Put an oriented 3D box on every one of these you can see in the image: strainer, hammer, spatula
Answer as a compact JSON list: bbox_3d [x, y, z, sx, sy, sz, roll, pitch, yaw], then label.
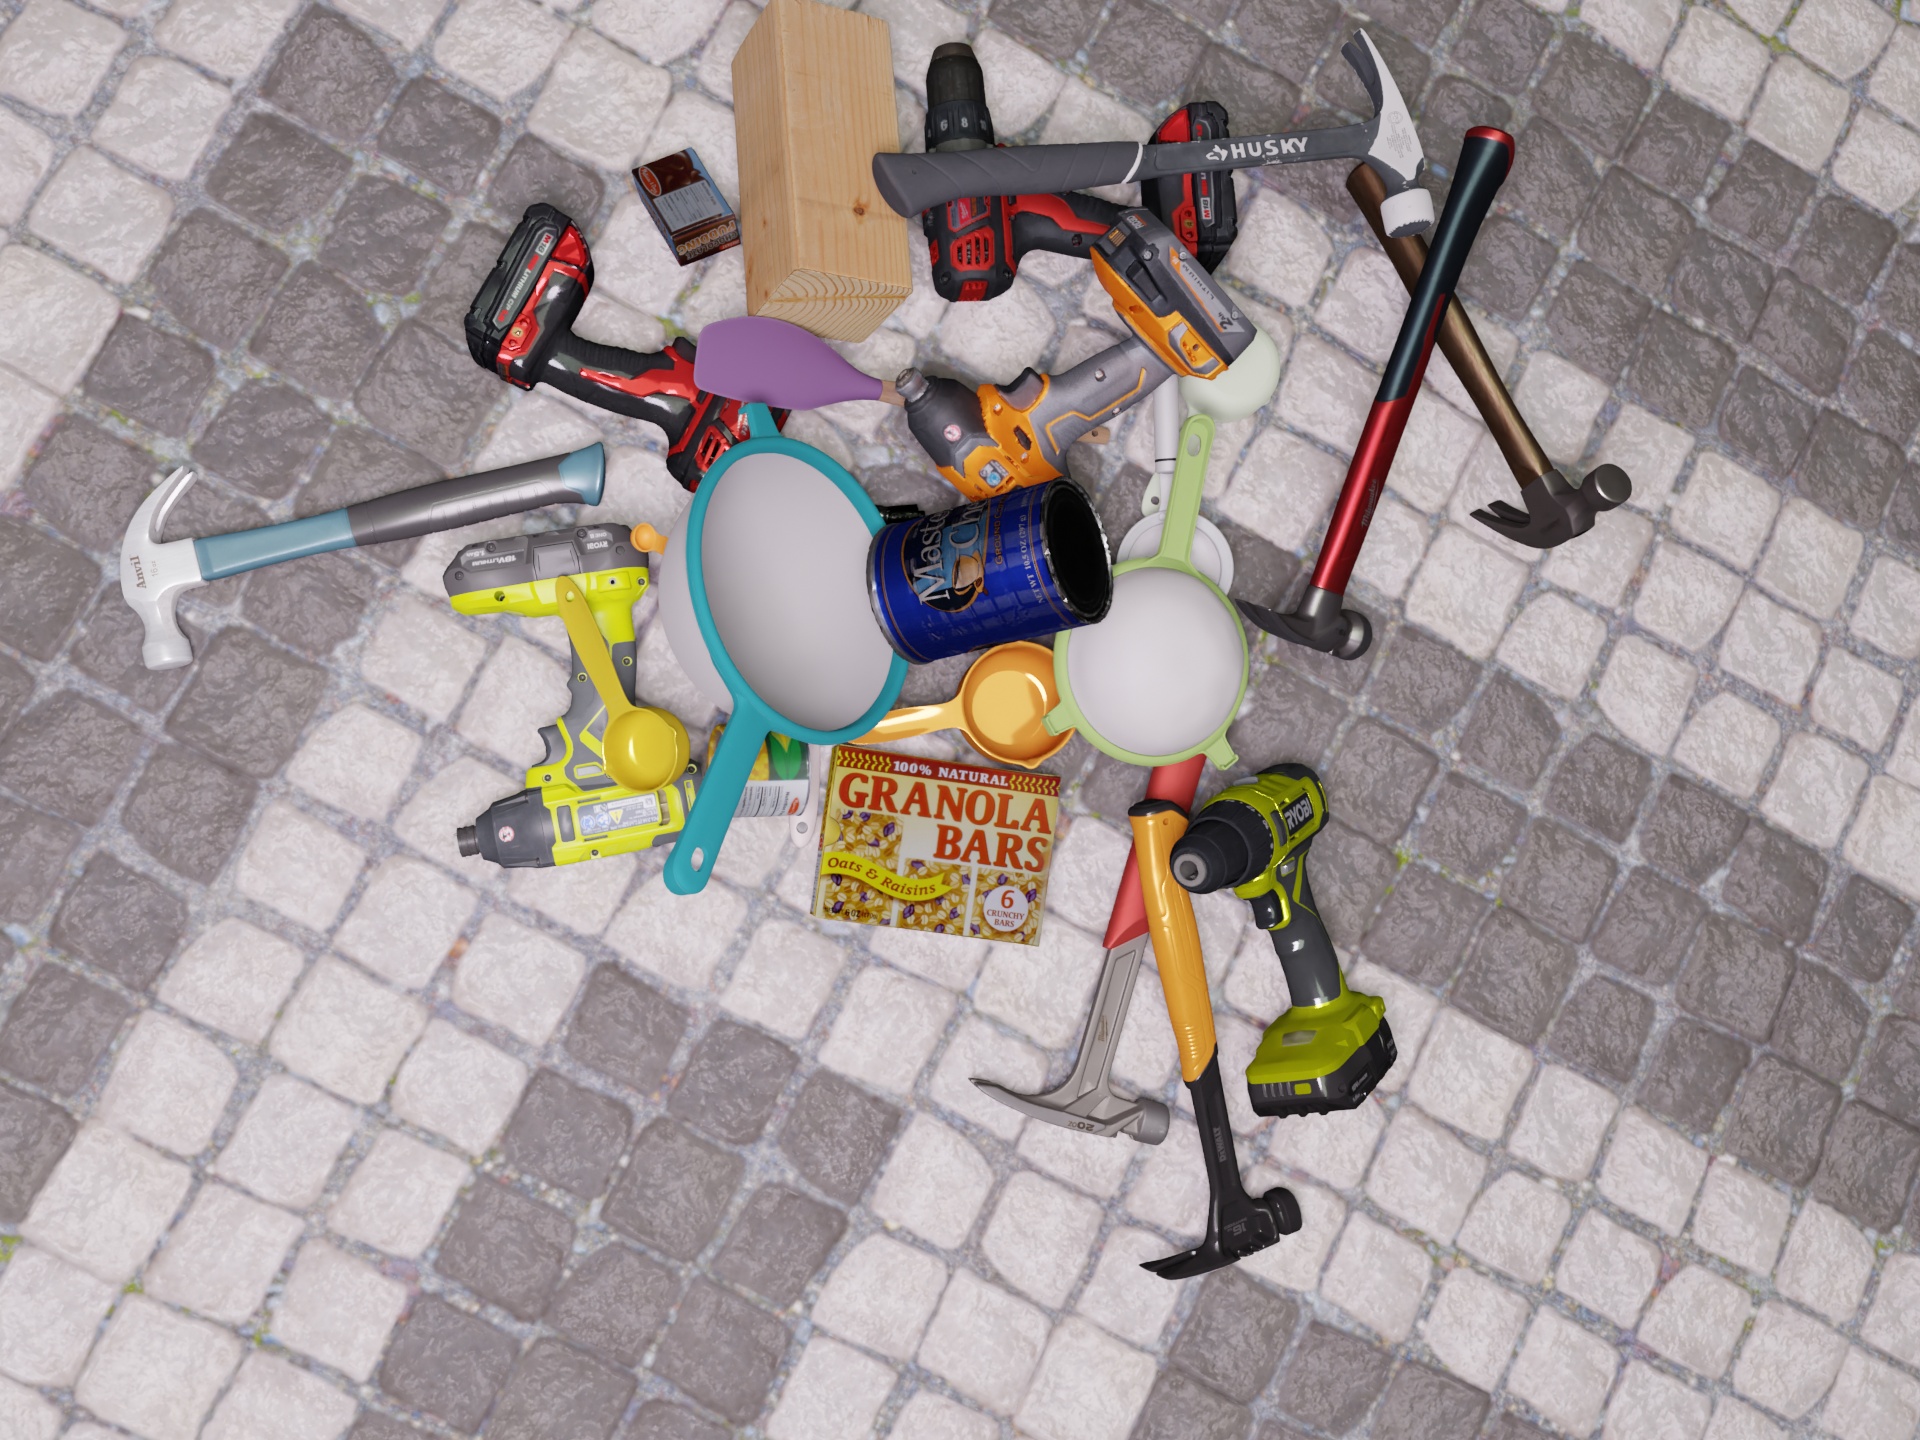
[{"bbox_3d":[0.156,-0.094,1.118,0.151,0.069,0.256,12,87,-16],"label":"strainer"},{"bbox_3d":[-0.407,-0.136,1.101,0.331,0.033,0.128,-15,89,-10],"label":"hammer"},{"bbox_3d":[0.380,-0.279,1.205,0.031,0.130,0.331,-22,78,-20],"label":"hammer"},{"bbox_3d":[0.305,-0.238,1.139,0.143,0.038,0.386,12,99,-47],"label":"hammer"},{"bbox_3d":[-0.034,-0.234,1.137,0.315,0.018,0.060,8,94,-22],"label":"spatula"},{"bbox_3d":[-0.150,-0.029,1.051,0.210,0.095,0.341,45,48,-35],"label":"strainer"},{"bbox_3d":[0.159,0.223,1.128,0.127,0.034,0.337,-13,95,-26],"label":"hammer"},{"bbox_3d":[0.125,0.120,1.161,0.149,0.037,0.359,18,83,-13],"label":"hammer"},{"bbox_3d":[0.138,-0.398,1.115,0.409,0.036,0.149,-10,87,-15],"label":"hammer"},{"bbox_3d":[0.155,-0.180,1.174,0.087,0.050,0.258,-2,93,-2],"label":"strainer"}]

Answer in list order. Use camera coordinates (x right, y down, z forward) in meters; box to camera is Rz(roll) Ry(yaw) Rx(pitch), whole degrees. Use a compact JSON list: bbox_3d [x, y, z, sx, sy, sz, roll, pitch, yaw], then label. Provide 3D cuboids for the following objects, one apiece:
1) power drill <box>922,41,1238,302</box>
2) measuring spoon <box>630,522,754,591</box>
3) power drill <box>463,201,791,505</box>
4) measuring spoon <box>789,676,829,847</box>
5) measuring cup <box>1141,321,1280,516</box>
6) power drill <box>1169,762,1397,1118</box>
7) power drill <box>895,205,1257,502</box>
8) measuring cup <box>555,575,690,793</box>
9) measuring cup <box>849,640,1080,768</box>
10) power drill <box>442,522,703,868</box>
[{"bbox_3d":[0.080,-0.409,1.178,0.226,0.080,0.188,-4,86,-6],"label":"power drill"},{"bbox_3d":[-0.187,-0.112,1.110,0.116,0.011,0.021,22,75,-51],"label":"measuring spoon"},{"bbox_3d":[-0.221,-0.260,1.119,0.219,0.078,0.143,28,82,-9],"label":"power drill"},{"bbox_3d":[-0.109,0.030,1.143,0.034,0.018,0.124,5,86,-9],"label":"measuring spoon"},{"bbox_3d":[0.183,-0.227,1.196,0.083,0.038,0.167,30,83,-6],"label":"measuring cup"},{"bbox_3d":[0.221,0.155,1.113,0.080,0.190,0.228,-15,93,34],"label":"power drill"},{"bbox_3d":[0.073,-0.243,1.104,0.226,0.084,0.164,-42,122,15],"label":"power drill"},{"bbox_3d":[-0.226,-0.026,1.053,0.062,0.029,0.156,-28,84,21],"label":"measuring cup"},{"bbox_3d":[-0.002,-0.004,1.146,0.173,0.052,0.095,-10,88,-8],"label":"measuring cup"},{"bbox_3d":[-0.275,-0.013,1.092,0.171,0.080,0.223,-10,91,-10],"label":"power drill"}]
